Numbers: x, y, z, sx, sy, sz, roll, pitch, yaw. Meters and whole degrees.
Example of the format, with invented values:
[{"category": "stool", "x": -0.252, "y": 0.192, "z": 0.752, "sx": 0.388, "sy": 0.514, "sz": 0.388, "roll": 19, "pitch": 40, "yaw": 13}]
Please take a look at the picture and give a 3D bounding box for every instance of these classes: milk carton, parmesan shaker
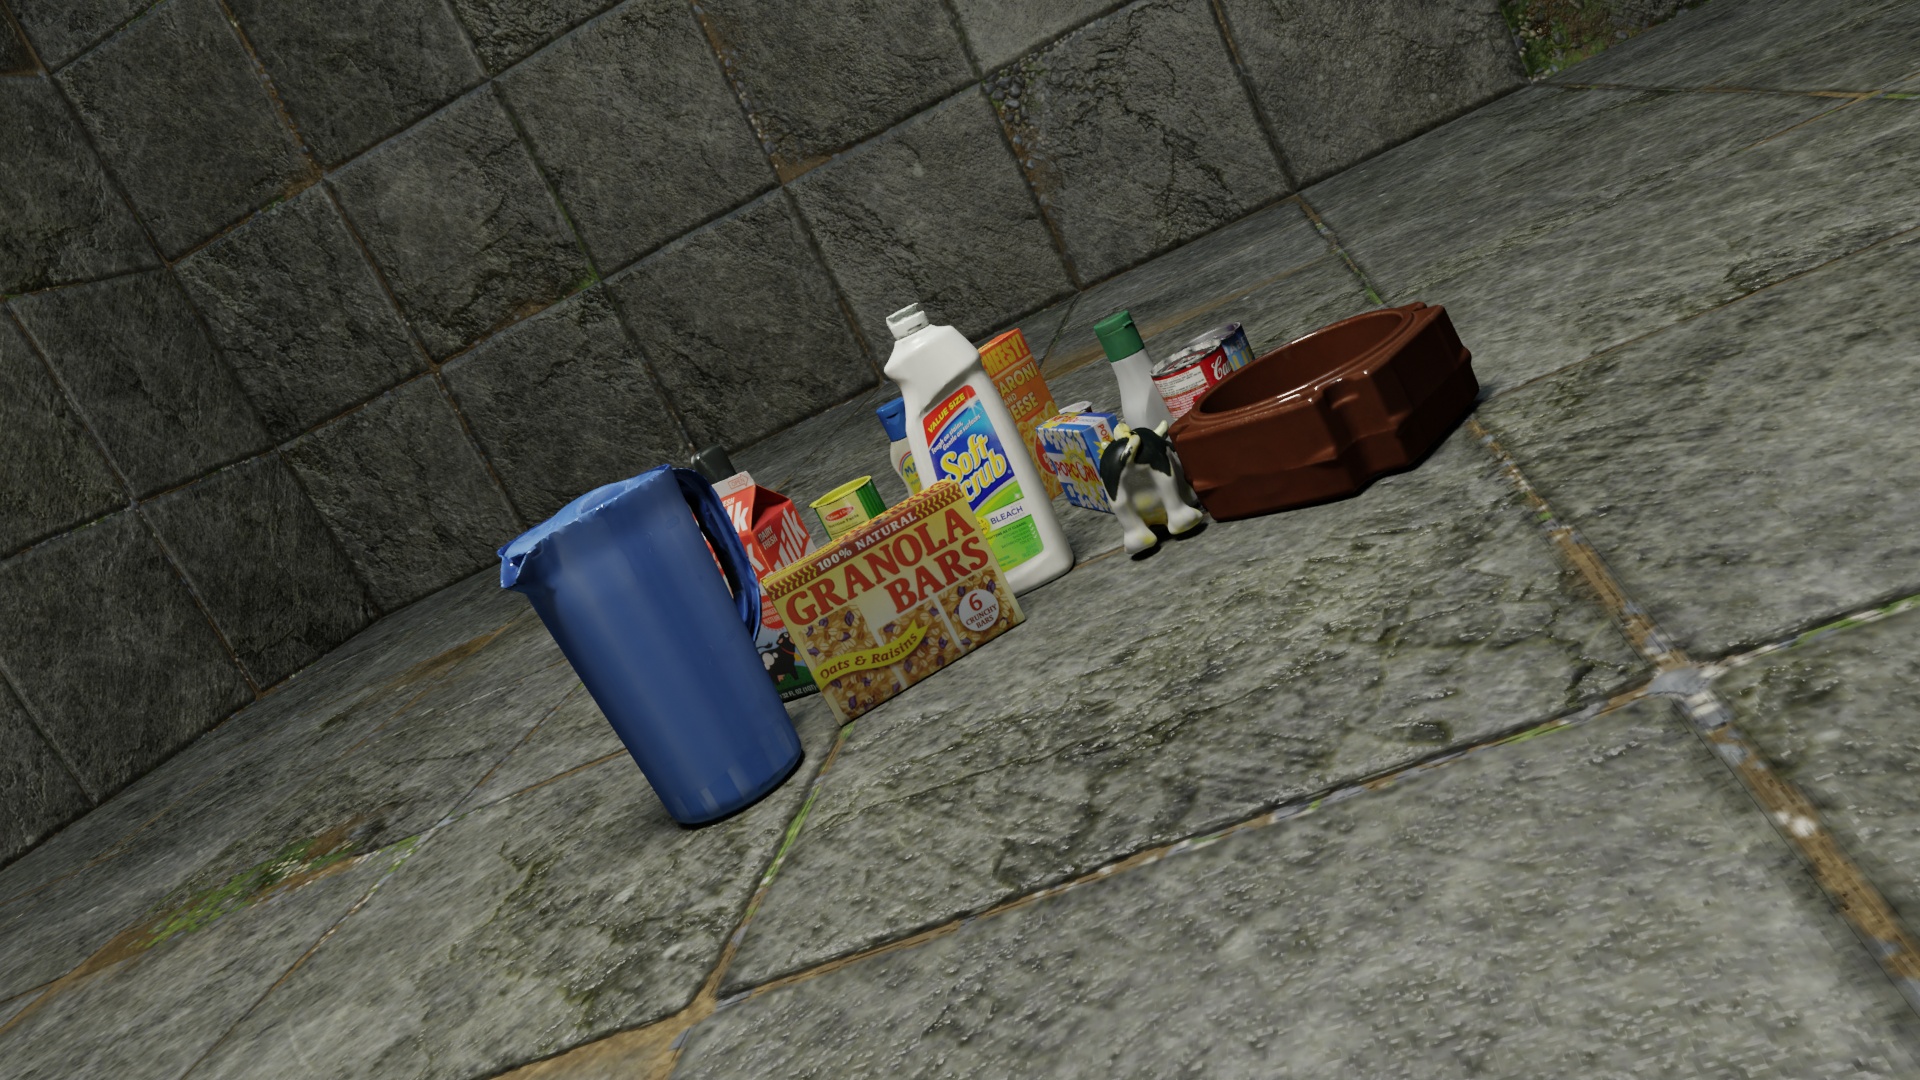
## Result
[{"category": "milk carton", "x": -0.162, "y": 0.035, "z": 1.174, "sx": 0.072, "sy": 0.190, "sz": 0.074, "roll": -20, "pitch": 14, "yaw": 29}, {"category": "parmesan shaker", "x": -0.099, "y": -0.004, "z": 1.406, "sx": 0.071, "sy": 0.103, "sz": 0.071, "roll": -25, "pitch": 12, "yaw": 6}]

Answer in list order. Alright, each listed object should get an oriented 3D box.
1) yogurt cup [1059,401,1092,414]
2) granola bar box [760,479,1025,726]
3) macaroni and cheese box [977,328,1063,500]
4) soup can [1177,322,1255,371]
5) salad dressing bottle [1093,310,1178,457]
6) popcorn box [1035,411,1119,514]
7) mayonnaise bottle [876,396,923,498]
[{"category": "yogurt cup", "x": 0.121, "y": -0.114, "z": 1.516, "sx": 0.072, "sy": 0.054, "sz": 0.072, "roll": -25, "pitch": 13, "yaw": 6}, {"category": "granola bar box", "x": -0.051, "y": 0.046, "z": 1.064, "sx": 0.166, "sy": 0.124, "sz": 0.039, "roll": -29, "pitch": 12, "yaw": -12}, {"category": "macaroni and cheese box", "x": 0.048, "y": -0.113, "z": 1.403, "sx": 0.040, "sy": 0.166, "sz": 0.124, "roll": -14, "pitch": 18, "yaw": 46}, {"category": "soup can", "x": 0.261, "y": -0.162, "z": 1.363, "sx": 0.071, "sy": 0.083, "sz": 0.071, "roll": -25, "pitch": 12, "yaw": 6}, {"category": "salad dressing bottle", "x": 0.174, "y": -0.145, "z": 1.323, "sx": 0.064, "sy": 0.147, "sz": 0.044, "roll": -35, "pitch": 14, "yaw": -32}, {"category": "popcorn box", "x": 0.121, "y": -0.073, "z": 1.284, "sx": 0.038, "sy": 0.085, "sz": 0.127, "roll": -29, "pitch": 13, "yaw": -11}, {"category": "mayonnaise bottle", "x": -0.043, "y": -0.081, "z": 1.499, "sx": 0.064, "sy": 0.148, "sz": 0.041, "roll": -24, "pitch": 13, "yaw": 14}]
